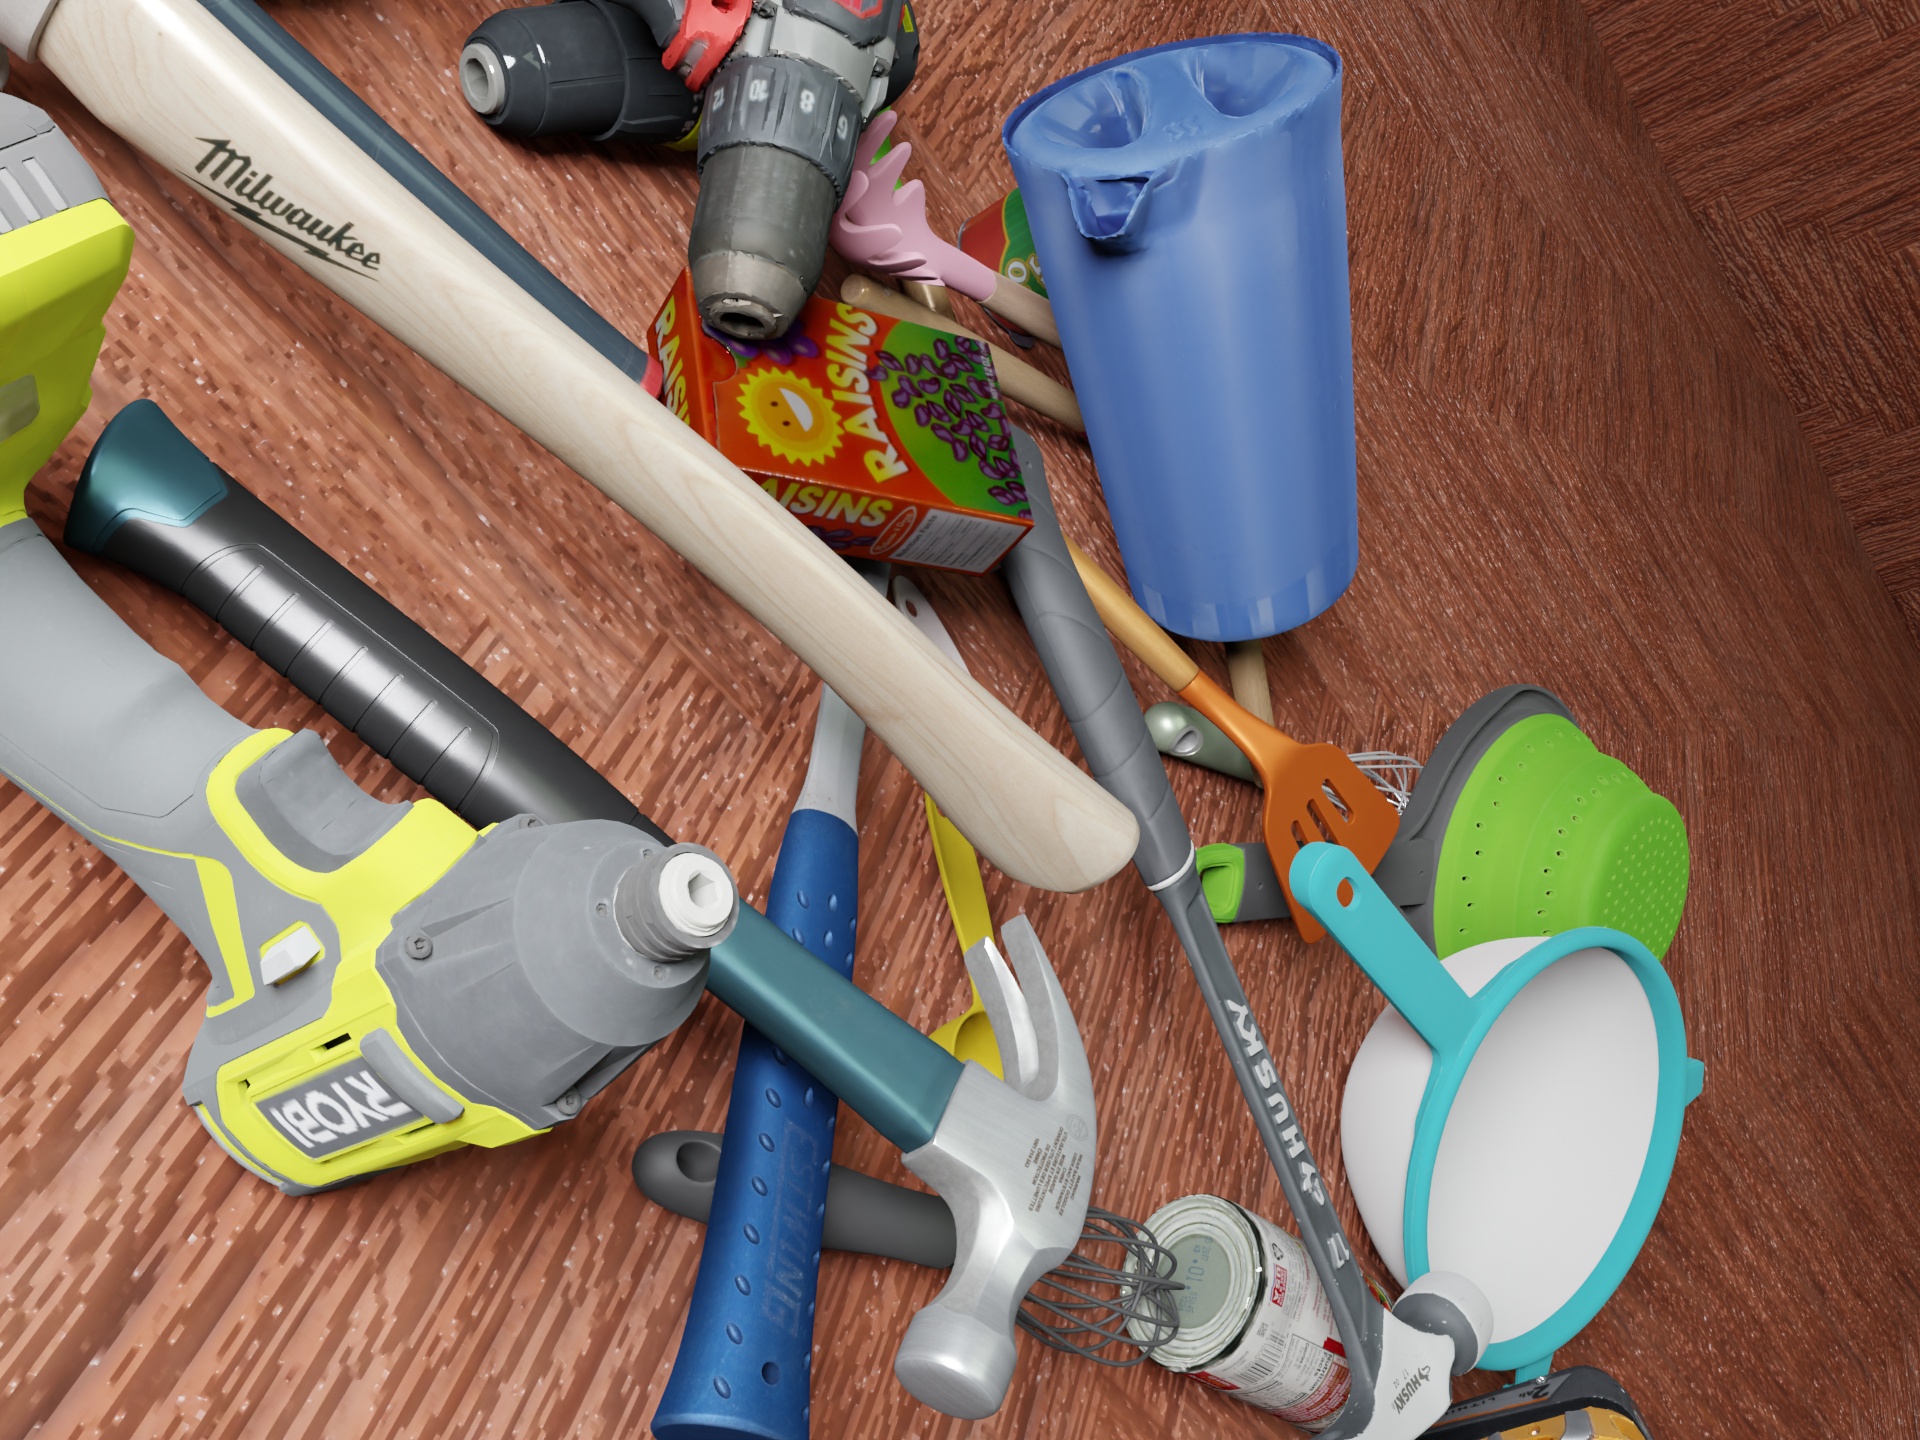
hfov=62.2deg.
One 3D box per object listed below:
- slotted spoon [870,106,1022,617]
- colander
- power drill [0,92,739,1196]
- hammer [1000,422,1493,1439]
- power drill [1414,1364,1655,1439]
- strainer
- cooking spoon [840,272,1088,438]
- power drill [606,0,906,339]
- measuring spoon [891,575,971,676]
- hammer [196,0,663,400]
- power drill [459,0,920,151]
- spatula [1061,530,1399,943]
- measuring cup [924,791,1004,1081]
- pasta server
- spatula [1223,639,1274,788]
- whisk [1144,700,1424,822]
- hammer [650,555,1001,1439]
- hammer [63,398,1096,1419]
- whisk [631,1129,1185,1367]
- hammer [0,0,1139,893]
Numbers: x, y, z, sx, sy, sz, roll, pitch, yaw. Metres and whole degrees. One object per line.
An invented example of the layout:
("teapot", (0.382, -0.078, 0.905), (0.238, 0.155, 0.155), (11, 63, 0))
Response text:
("slotted spoon", (-0.017, -0.192, 0.711), (0.070, 0.031, 0.314), (-18, 89, -53))
("colander", (0.272, 0.085, 0.826), (0.396, 0.095, 0.204), (1, 98, -41))
("power drill", (-0.157, -0.002, 0.328), (0.223, 0.171, 0.080), (51, 40, -16))
("hammer", (0.083, 0.073, 0.599), (0.149, 0.036, 0.409), (-12, 77, -54))
("power drill", (0.209, 0.374, 0.616), (0.084, 0.185, 0.226), (59, 19, -11))
("strainer", (0.215, 0.153, 0.735), (0.340, 0.095, 0.211), (46, 72, -32))
("cooking spoon", (0.044, -0.149, 0.745), (0.318, 0.017, 0.069), (12, 59, -56))
("power drill", (-0.124, -0.234, 0.488), (0.226, 0.080, 0.188), (16, 74, -27))
("measuring spoon", (-0.001, -0.002, 0.649), (0.034, 0.018, 0.124), (-23, 83, -53))
("hammer", (-0.212, -0.207, 0.402), (0.385, 0.143, 0.038), (40, 49, -37))
("power drill", (-0.128, -0.324, 0.588), (0.190, 0.080, 0.228), (-28, 99, -40))
("spatula", (0.079, -0.032, 0.706), (0.322, 0.041, 0.081), (43, 71, -8))
("measuring cup", (-0.002, 0.093, 0.595), (0.062, 0.029, 0.157), (22, 44, -43))
("pasta server", (0.029, -0.187, 0.700), (0.316, 0.040, 0.060), (6, 70, -59))
("spatula", (0.145, -0.107, 0.827), (0.082, 0.044, 0.318), (79, 6, -59))
("whisk", (0.176, 0.026, 0.829), (0.246, 0.057, 0.059), (17, 25, -42))
("hammer", (-0.039, 0.030, 0.533), (0.144, 0.035, 0.406), (35, 43, -32))
("hammer", (-0.094, 0.037, 0.425), (0.331, 0.033, 0.128), (40, 46, -9))
("whisk", (-0.008, 0.173, 0.527), (0.238, 0.055, 0.055), (27, 52, -35))
("hammer", (-0.089, -0.081, 0.433), (0.410, 0.146, 0.038), (40, 47, -24))
